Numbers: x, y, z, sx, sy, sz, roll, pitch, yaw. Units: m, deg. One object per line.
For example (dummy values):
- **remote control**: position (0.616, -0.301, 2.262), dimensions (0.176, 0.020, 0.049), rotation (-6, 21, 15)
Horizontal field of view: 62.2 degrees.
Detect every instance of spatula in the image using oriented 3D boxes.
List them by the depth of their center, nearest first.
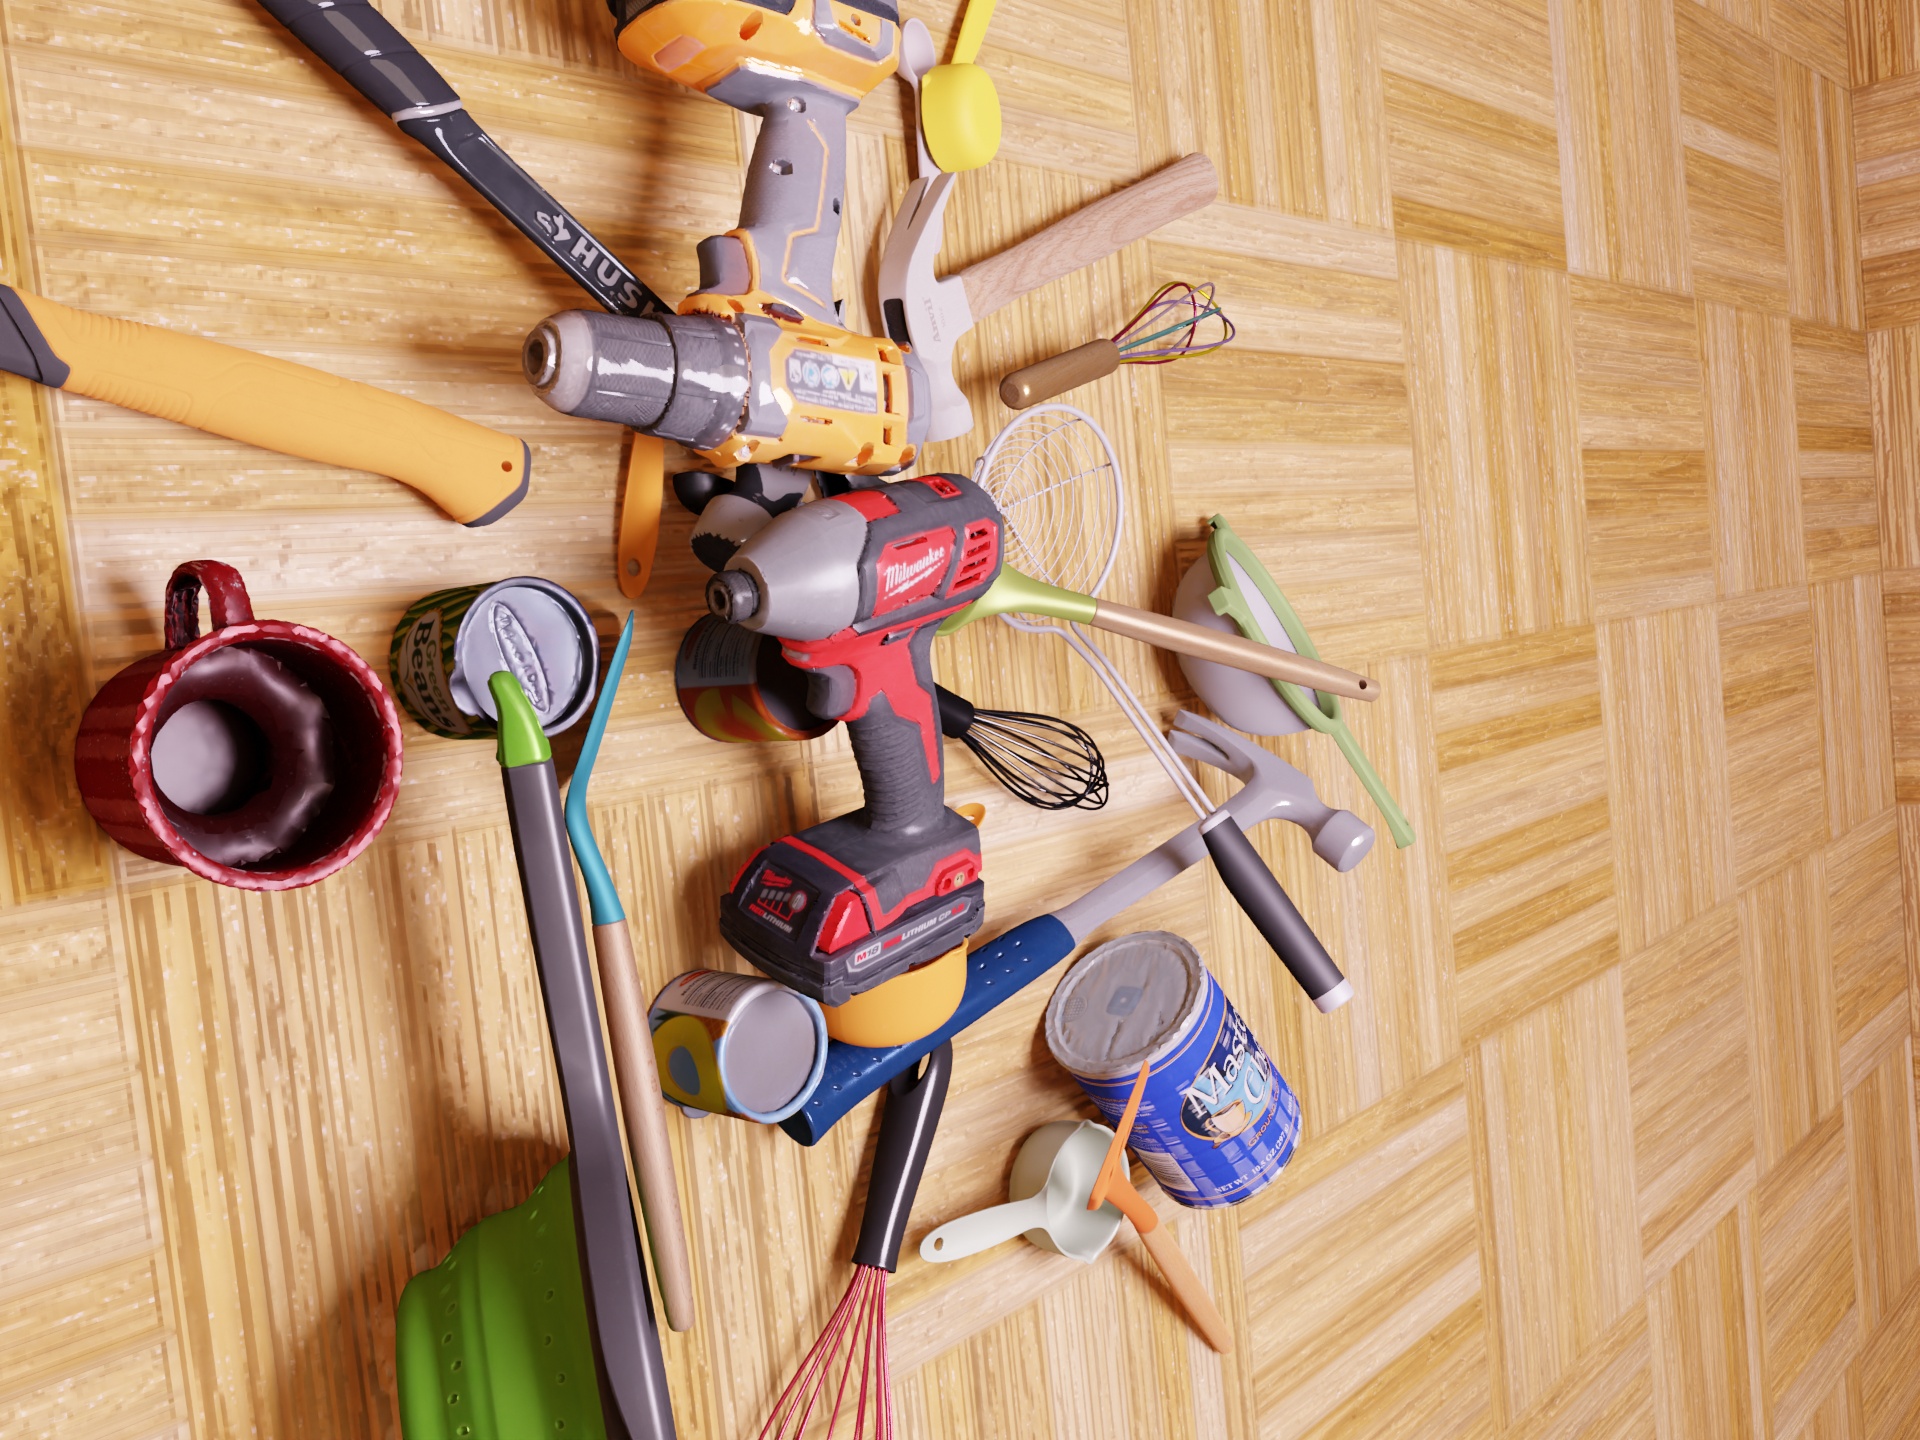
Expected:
- **spatula**: position (-0.139, 0.112, 0.699), dimensions (0.044, 0.082, 0.317), rotation (-10, 93, -11)
- **spatula**: position (0.124, 0.310, 0.940), dimensions (0.081, 0.041, 0.322), rotation (-62, 141, -31)

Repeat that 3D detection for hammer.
- **hammer**: position (-0.305, -0.137, 0.566), dimensions (0.336, 0.034, 0.127), rotation (13, 80, -45)
- **hammer**: position (-0.200, -0.240, 0.657), dimensions (0.408, 0.036, 0.149), rotation (42, 57, -31)
- **hammer**: position (0.058, 0.110, 0.891), dimensions (0.405, 0.144, 0.035), rotation (-27, 144, -35)
- **hammer**: position (0.063, -0.285, 0.948), dimensions (0.331, 0.031, 0.130), rotation (-39, 123, -41)

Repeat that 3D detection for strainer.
- **strainer**: position (0.209, -0.004, 1.042), dimensions (0.256, 0.069, 0.152), rotation (53, 22, -17)

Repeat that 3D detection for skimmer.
- **skimmer**: position (0.121, -0.005, 0.879), dimensions (0.127, 0.090, 0.363), rotation (-28, 80, -39)

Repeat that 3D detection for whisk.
- **whisk**: position (-0.048, 0.294, 0.797), dimensions (0.073, 0.073, 0.296), rotation (36, 58, -39)
- **whisk**: position (-0.001, -0.004, 0.868), dimensions (0.238, 0.055, 0.055), rotation (28, 69, -37)
- **whisk**: position (0.095, -0.226, 0.957), dimensions (0.245, 0.051, 0.047), rotation (-33, 115, -46)

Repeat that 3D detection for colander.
- **colander**: position (-0.176, 0.182, 0.614), dimensions (0.094, 0.204, 0.397), rotation (-10, 95, -14)

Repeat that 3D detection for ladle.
- **ladle**: position (0.097, -0.053, 0.833), dimensions (0.320, 0.062, 0.078), rotation (14, 78, -22)

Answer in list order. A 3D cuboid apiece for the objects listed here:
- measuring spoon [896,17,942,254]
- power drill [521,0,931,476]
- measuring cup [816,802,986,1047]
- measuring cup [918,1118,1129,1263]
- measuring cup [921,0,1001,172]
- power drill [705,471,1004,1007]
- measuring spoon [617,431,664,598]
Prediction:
- **measuring spoon**: position (-0.025, -0.321, 0.879), dimensions (0.034, 0.018, 0.124), rotation (-26, 114, -58)
- **power drill**: position (-0.101, -0.220, 0.675), dimensions (0.185, 0.084, 0.226), rotation (-2, 88, -43)
- **measuring cup**: position (-0.023, 0.103, 0.822), dimensions (0.174, 0.095, 0.052), rotation (-47, 142, -55)
- **measuring cup**: position (0.029, 0.272, 0.891), dimensions (0.167, 0.038, 0.083), rotation (-3, 91, -44)
- **measuring cup**: position (0.014, -0.378, 0.899), dimensions (0.062, 0.029, 0.157), rotation (51, 48, -55)
- **power drill**: position (-0.049, 0.006, 0.706), dimensions (0.143, 0.079, 0.219), rotation (-21, 123, -42)
- **measuring spoon**: position (-0.150, -0.115, 0.744), dimensions (0.021, 0.011, 0.117), rotation (8, 86, -47)
